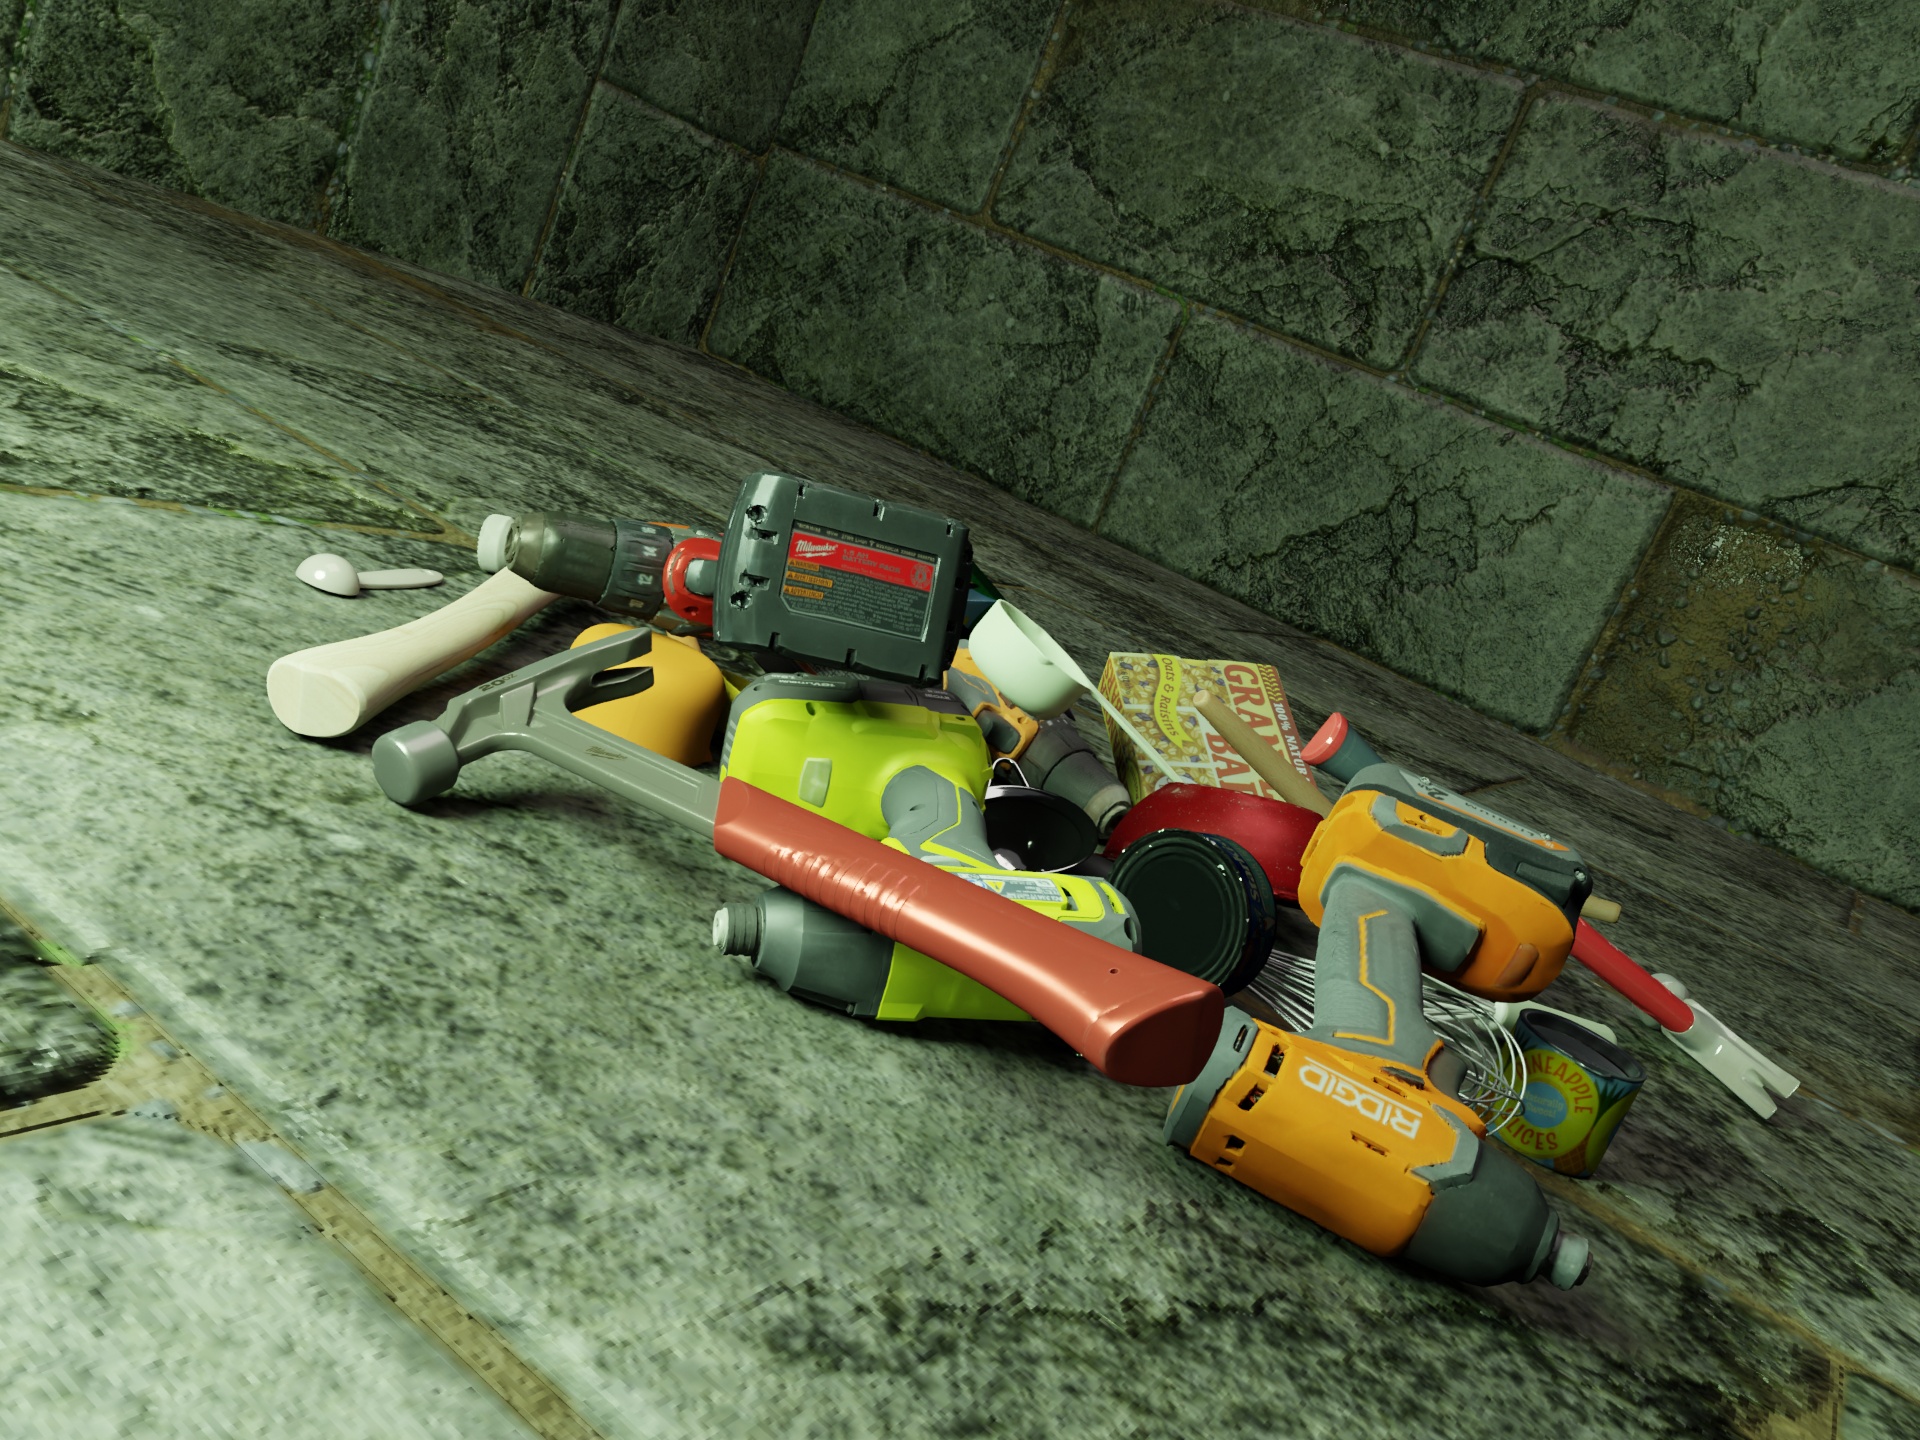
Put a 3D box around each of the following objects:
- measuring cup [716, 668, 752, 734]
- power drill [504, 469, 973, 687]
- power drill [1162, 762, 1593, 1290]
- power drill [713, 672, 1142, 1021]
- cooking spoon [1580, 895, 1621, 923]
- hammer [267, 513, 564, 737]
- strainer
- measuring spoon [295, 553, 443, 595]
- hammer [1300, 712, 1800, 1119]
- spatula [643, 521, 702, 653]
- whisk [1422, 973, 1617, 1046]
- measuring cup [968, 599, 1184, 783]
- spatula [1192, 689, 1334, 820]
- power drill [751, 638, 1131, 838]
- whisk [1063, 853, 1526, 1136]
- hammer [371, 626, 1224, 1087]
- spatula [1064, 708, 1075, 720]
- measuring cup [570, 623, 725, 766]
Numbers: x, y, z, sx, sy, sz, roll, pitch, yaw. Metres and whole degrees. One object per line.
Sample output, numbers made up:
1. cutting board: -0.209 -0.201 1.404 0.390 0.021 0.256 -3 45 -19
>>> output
1. measuring cup: -0.108 0.002 0.955 0.062 0.029 0.156 35 3 14
2. power drill: -0.115 -0.072 0.794 0.187 0.080 0.227 11 -2 -27
3. power drill: 0.198 0.129 0.673 0.164 0.084 0.226 26 42 13
4. power drill: -0.036 0.056 0.718 0.171 0.080 0.223 6 21 -19
5. cooking spoon: 0.315 0.096 1.164 0.319 0.017 0.068 15 5 26
6. hammer: -0.250 -0.057 0.867 0.146 0.038 0.411 10 15 0
7. strainer: 0.037 0.093 0.785 0.087 0.050 0.259 -1 23 -7
8. measuring spoon: -0.338 -0.088 0.928 0.034 0.018 0.124 25 12 11
9. hammer: 0.369 0.120 1.012 0.386 0.038 0.143 36 9 -18
10. spatula: -0.190 -0.073 1.067 0.081 0.041 0.323 3 20 -18
11. whisk: 0.302 0.166 0.925 0.246 0.057 0.059 20 47 -30
12. measuring cup: 0.070 -0.003 0.959 0.167 0.038 0.083 44 11 -8
13. spatula: 0.248 0.068 0.976 0.317 0.044 0.082 40 6 -29
14. power drill: -0.002 -0.003 0.996 0.226 0.084 0.186 22 17 -51
15. whisk: 0.153 0.127 0.811 0.285 0.070 0.070 26 12 34
16. hammer: -0.059 0.045 0.613 0.359 0.036 0.149 20 32 32
17. spatula: 0.060 -0.023 1.206 0.060 0.018 0.316 49 1 0
18. measuring cup: -0.173 -0.029 0.888 0.095 0.052 0.174 20 15 -11
